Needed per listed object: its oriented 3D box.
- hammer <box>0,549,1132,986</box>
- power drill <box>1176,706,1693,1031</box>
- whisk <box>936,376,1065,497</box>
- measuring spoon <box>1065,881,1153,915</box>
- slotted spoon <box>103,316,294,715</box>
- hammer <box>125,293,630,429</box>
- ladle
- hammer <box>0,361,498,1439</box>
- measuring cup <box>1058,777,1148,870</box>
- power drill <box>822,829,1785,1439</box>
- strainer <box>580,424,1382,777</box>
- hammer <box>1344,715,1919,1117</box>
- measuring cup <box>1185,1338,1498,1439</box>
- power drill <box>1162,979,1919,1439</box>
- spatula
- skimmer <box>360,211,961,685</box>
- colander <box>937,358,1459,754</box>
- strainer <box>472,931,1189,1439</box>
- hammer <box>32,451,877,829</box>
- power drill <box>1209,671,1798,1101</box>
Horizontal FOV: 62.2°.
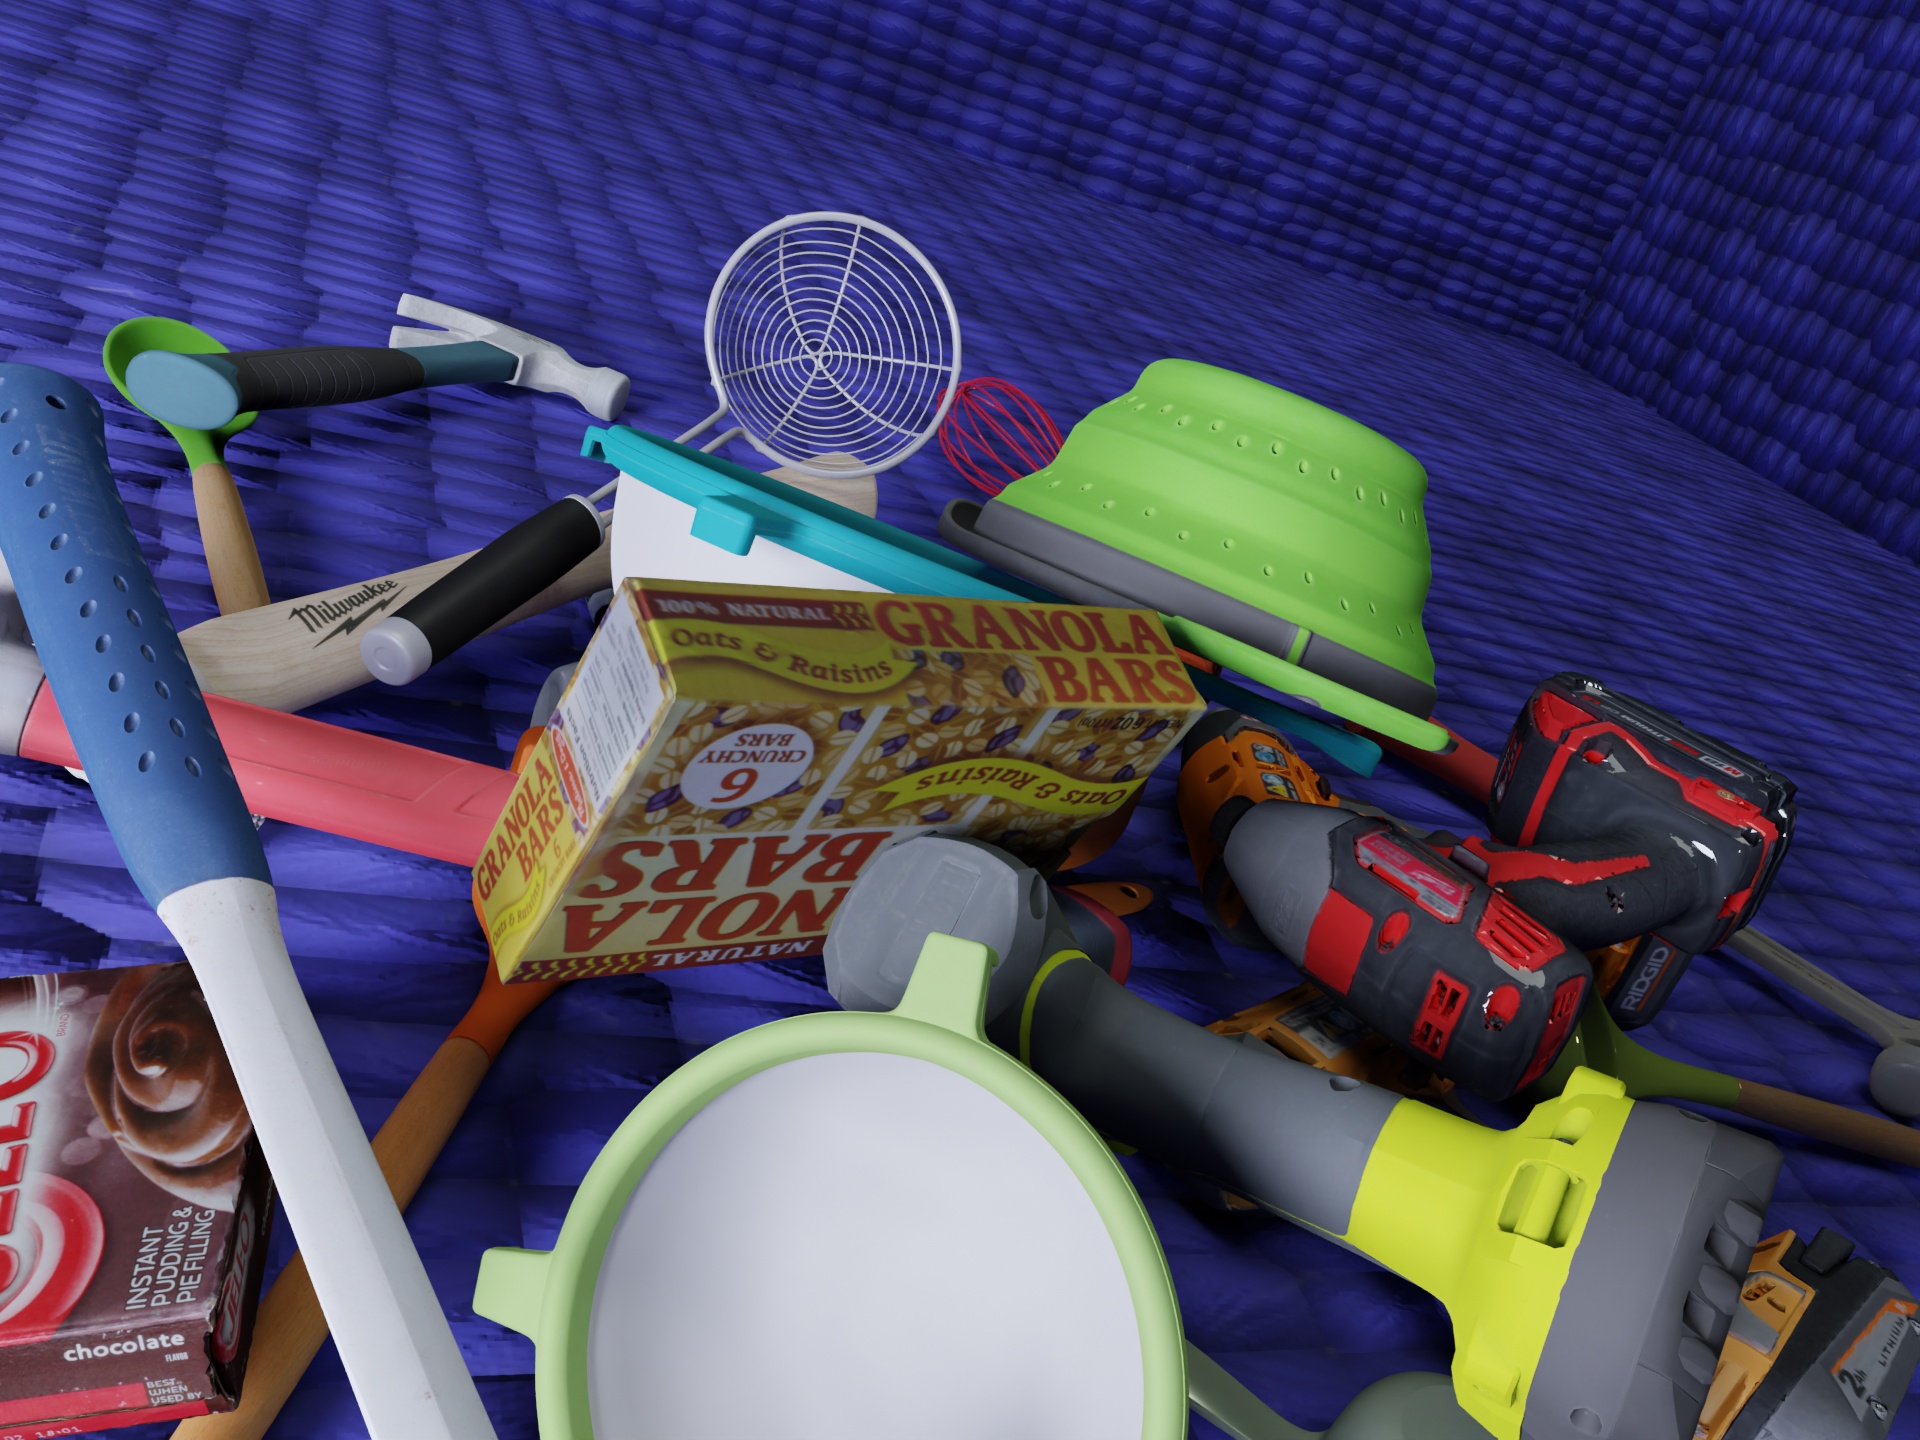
[{"bbox_3d":[-0.116,0.046,0.477,0.386,0.038,0.143,17,34,-22],"label":"hammer"},{"bbox_3d":[0.212,0.058,0.757,0.226,0.084,0.164,14,27,-9],"label":"power drill"},{"bbox_3d":[0.076,-0.139,1.055,0.073,0.073,0.296,-5,44,-45],"label":"whisk"},{"bbox_3d":[0.040,0.074,0.662,0.116,0.011,0.021,0,34,-40],"label":"measuring spoon"},{"bbox_3d":[-0.317,-0.091,0.674,0.070,0.031,0.314,14,27,-40],"label":"slotted spoon"},{"bbox_3d":[-0.294,-0.180,0.818,0.128,0.033,0.331,24,19,6],"label":"hammer"},{"bbox_3d":[0.368,0.167,0.701,0.320,0.062,0.078,18,57,-17],"label":"ladle"},{"bbox_3d":[-0.168,0.048,0.354,0.144,0.035,0.406,3,40,-49],"label":"hammer"},{"bbox_3d":[-0.001,-0.002,0.676,0.173,0.052,0.095,23,62,1],"label":"measuring cup"},{"bbox_3d":[0.084,0.118,0.429,0.223,0.080,0.171,20,-23,28],"label":"power drill"},{"bbox_3d":[0.015,-0.003,0.589,0.340,0.095,0.211,20,7,-28],"label":"strainer"},{"bbox_3d":[0.380,0.080,0.897,0.359,0.036,0.149,35,28,24],"label":"hammer"},{"bbox_3d":[0.099,0.193,0.448,0.168,0.038,0.083,32,27,14],"label":"measuring cup"},{"bbox_3d":[0.197,0.164,0.546,0.226,0.084,0.185,34,26,32],"label":"power drill"},{"bbox_3d":[-0.142,0.100,0.432,0.081,0.041,0.323,26,26,-5],"label":"spatula"},{"bbox_3d":[-0.107,-0.118,0.662,0.127,0.090,0.363,56,34,-14],"label":"skimmer"},{"bbox_3d":[0.087,-0.086,0.660,0.204,0.094,0.397,22,7,-14],"label":"colander"},{"bbox_3d":[0.011,0.185,0.347,0.257,0.151,0.069,57,9,21],"label":"strainer"},{"bbox_3d":[-0.178,-0.068,0.658,0.146,0.038,0.410,41,36,16],"label":"hammer"},{"bbox_3d":[0.204,0.053,0.601,0.219,0.078,0.143,-15,37,-39],"label":"power drill"}]
